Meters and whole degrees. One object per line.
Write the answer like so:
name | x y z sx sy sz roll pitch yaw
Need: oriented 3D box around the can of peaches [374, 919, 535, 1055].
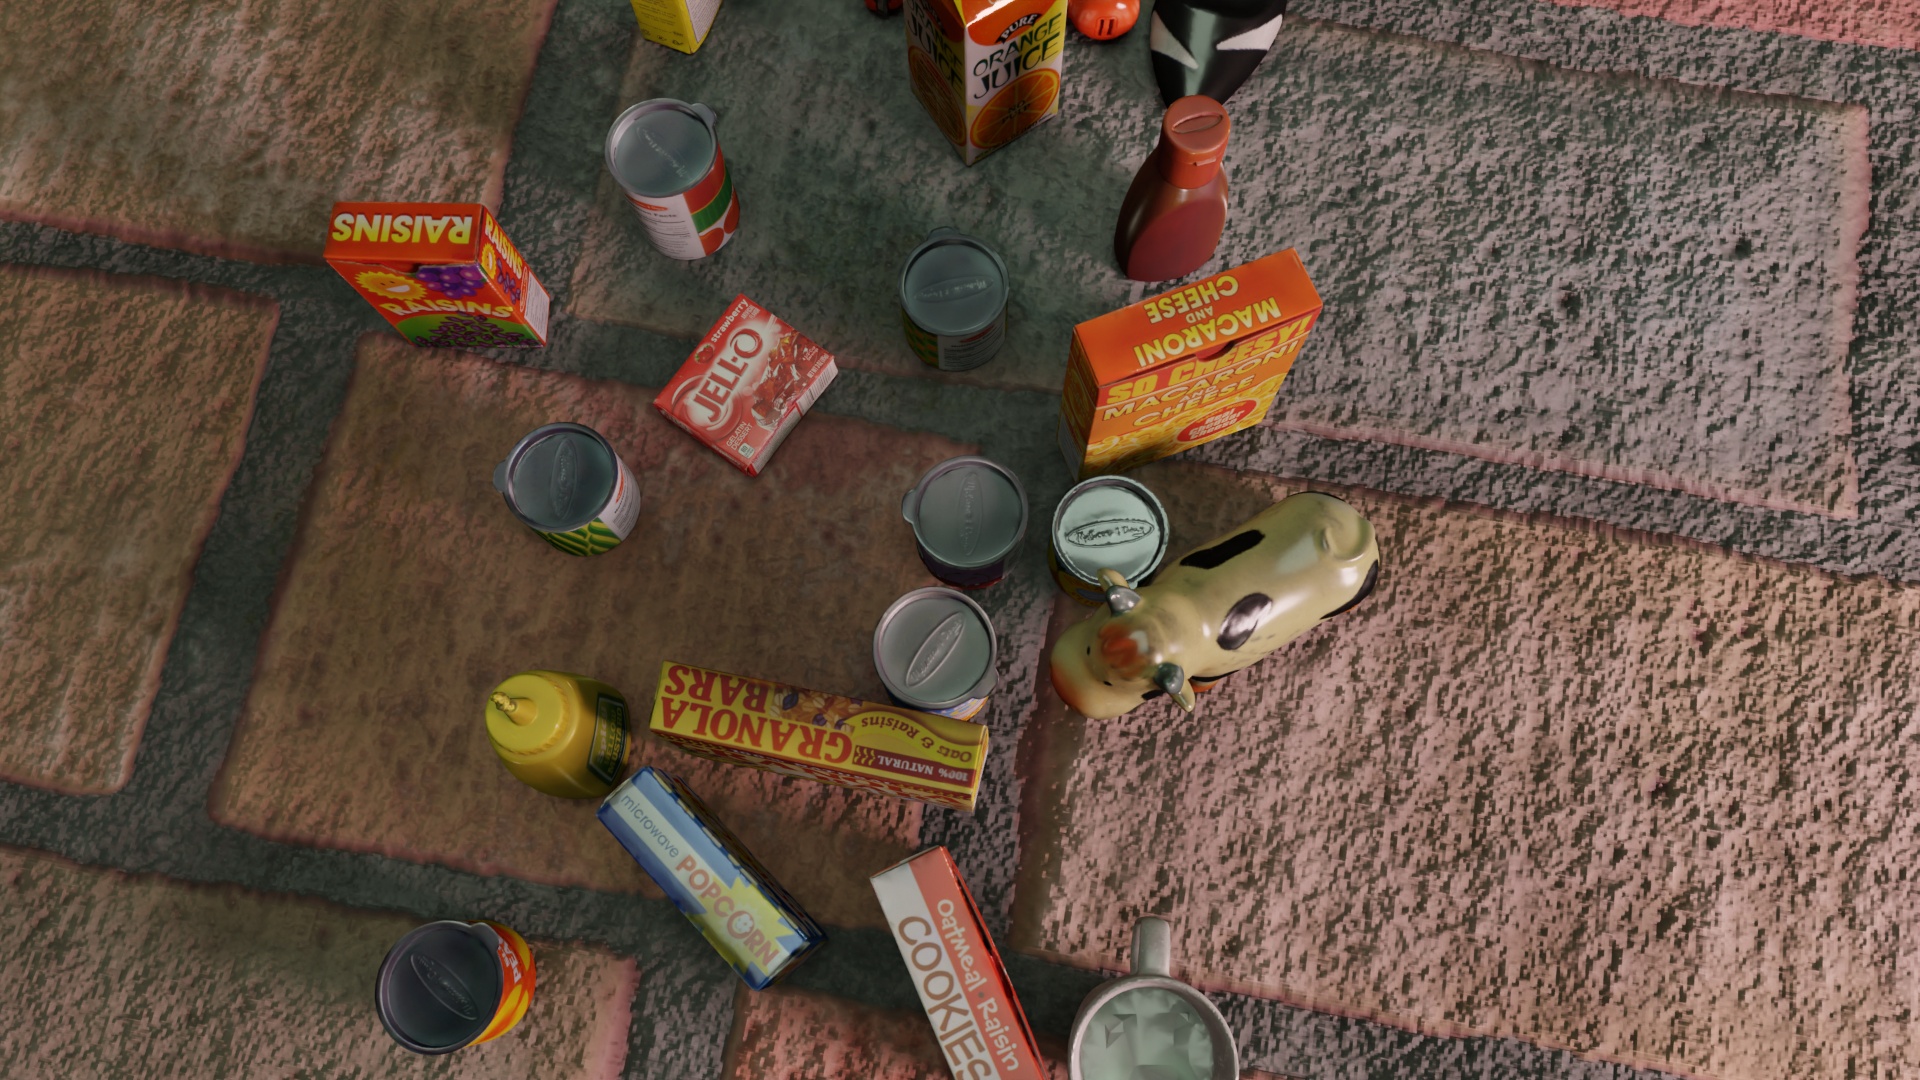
can of peaches | -0.265 0.234 0.739 0.071 0.058 0.071 0 75 1

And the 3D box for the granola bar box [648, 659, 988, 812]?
granola bar box | -0.070 0.108 0.738 0.166 0.124 0.039 11 75 4

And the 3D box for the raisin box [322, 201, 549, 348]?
raisin box | -0.302 -0.153 0.814 0.086 0.123 0.040 2 75 1

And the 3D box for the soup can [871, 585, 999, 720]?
soup can | -0.011 0.068 0.769 0.071 0.083 0.071 0 75 1

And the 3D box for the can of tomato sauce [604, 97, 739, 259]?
can of tomato sauce | -0.173 -0.221 0.853 0.071 0.083 0.071 0 75 1

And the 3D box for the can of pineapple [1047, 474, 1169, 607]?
can of pineapple | 0.083 0.003 0.800 0.071 0.057 0.071 0 75 1

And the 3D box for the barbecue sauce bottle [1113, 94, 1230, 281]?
barbecue sauce bottle | 0.127 -0.202 0.810 0.065 0.148 0.044 -15 75 -3

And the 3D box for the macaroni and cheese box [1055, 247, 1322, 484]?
macaroni and cheese box | 0.120 -0.089 0.769 0.124 0.166 0.040 -21 76 -5

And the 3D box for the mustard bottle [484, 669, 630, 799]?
mustard bottle | -0.212 0.098 0.724 0.049 0.160 0.065 3 75 2

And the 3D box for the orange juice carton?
orange juice carton | 0.013 -0.312 0.819 0.072 0.192 0.073 -33 77 -8

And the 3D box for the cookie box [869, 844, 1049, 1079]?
cookie box | 0.003 0.217 0.684 0.040 0.167 0.123 -24 76 -5

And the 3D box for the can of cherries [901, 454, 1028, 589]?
can of cherries | 0.003 -0.010 0.804 0.071 0.058 0.071 0 75 1

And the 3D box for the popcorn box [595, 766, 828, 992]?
popcorn box | -0.130 0.179 0.739 0.038 0.085 0.127 -44 78 -10

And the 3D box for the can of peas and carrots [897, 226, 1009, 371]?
can of peas and carrots | -0.004 -0.145 0.842 0.071 0.058 0.071 0 75 1

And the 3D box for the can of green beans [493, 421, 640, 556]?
can of green beans | -0.226 -0.029 0.813 0.071 0.057 0.071 0 75 1
